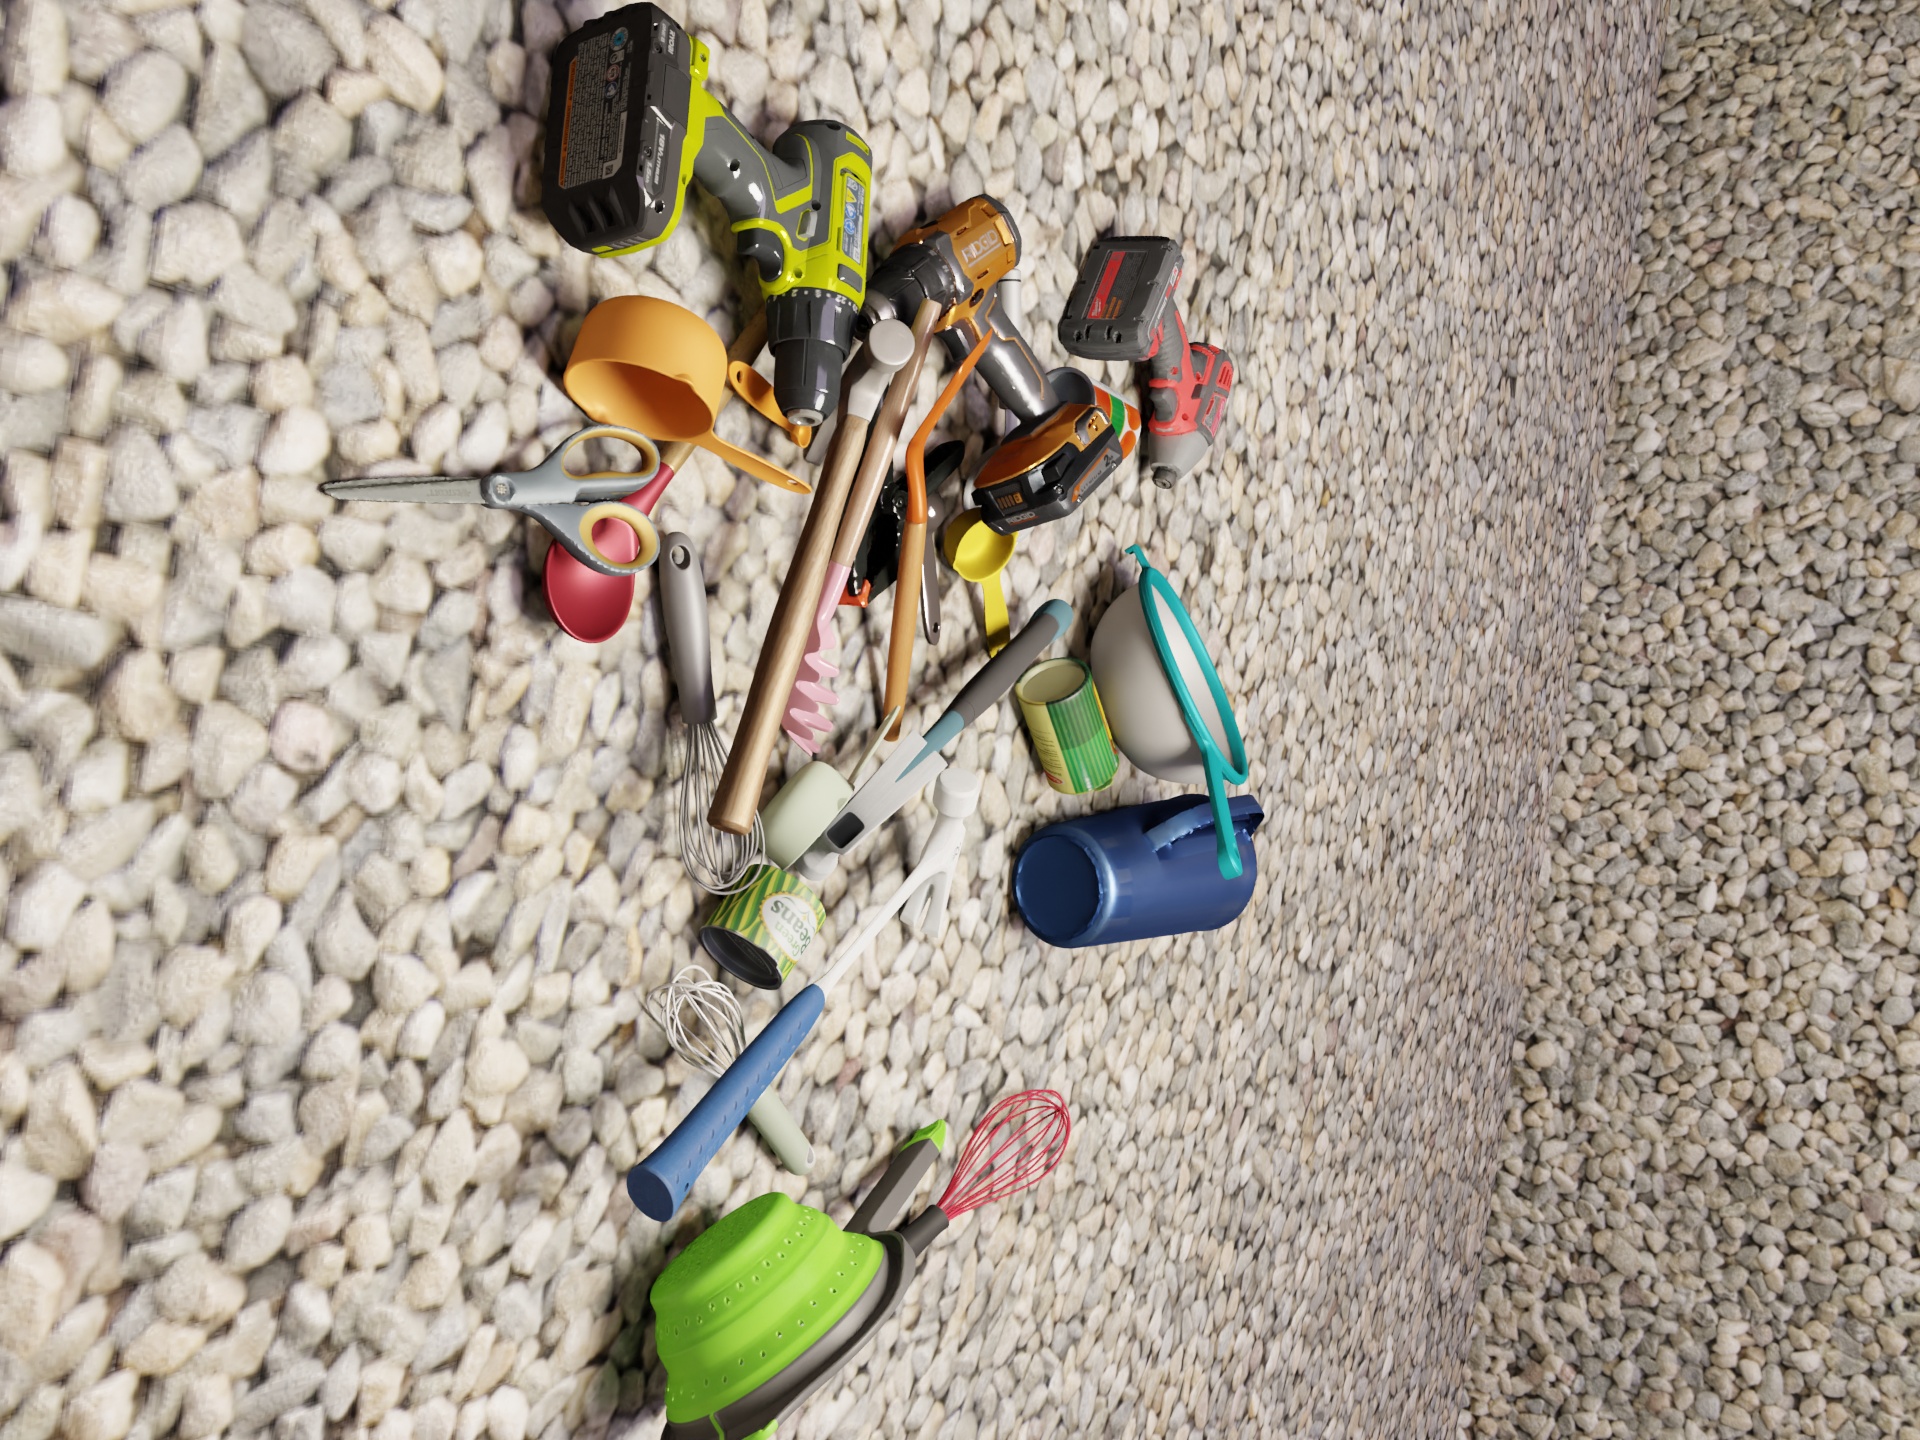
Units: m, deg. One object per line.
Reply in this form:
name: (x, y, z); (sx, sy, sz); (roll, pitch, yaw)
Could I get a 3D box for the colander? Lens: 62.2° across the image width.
colander: (-0.110, 0.362, 1.133); (0.094, 0.204, 0.397); (55, 26, -2)

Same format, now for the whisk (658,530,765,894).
whisk: (-0.164, -0.003, 1.018); (0.055, 0.055, 0.239); (-24, 112, -51)

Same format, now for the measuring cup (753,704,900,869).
measuring cup: (-0.092, 0.034, 1.116); (0.038, 0.083, 0.168); (40, 48, -8)

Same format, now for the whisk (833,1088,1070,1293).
whisk: (-0.006, 0.402, 1.330); (0.296, 0.073, 0.073); (-33, 123, -40)

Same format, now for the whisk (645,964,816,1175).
whisk: (-0.150, 0.249, 1.096); (0.246, 0.059, 0.058); (68, 22, -44)

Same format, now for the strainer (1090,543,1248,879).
strainer: (0.176, 0.019, 1.380); (0.210, 0.095, 0.341); (53, 22, -37)

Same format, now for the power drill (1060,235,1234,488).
power drill: (0.174, -0.313, 1.411); (0.219, 0.079, 0.143); (44, 62, -53)

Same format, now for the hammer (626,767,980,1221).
hammer: (-0.094, 0.187, 1.079); (0.405, 0.035, 0.144); (-47, 156, -51)

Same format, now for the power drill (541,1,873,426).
power drill: (-0.136, -0.295, 0.947); (0.228, 0.080, 0.191); (17, 73, -56)

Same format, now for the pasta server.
pasta server: (-0.065, -0.130, 1.080); (0.060, 0.040, 0.316); (-32, 143, -79)

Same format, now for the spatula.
spatula: (-0.025, -0.117, 1.118); (0.081, 0.041, 0.322); (-63, 164, -55)

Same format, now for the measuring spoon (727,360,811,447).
measuring spoon: (-0.126, -0.206, 1.036); (0.116, 0.011, 0.021); (33, 68, -66)

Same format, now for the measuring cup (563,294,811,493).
measuring cup: (-0.150, -0.191, 0.941); (0.173, 0.095, 0.052); (26, 67, -41)

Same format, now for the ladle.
ladle: (-0.171, -0.175, 0.985); (0.069, 0.031, 0.315); (53, 53, -40)

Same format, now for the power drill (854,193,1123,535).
power drill: (0.015, -0.249, 1.152); (0.185, 0.084, 0.226); (-47, 116, -44)

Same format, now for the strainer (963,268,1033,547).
strainer: (0.040, -0.245, 1.264); (0.087, 0.050, 0.258); (-8, 101, -39)

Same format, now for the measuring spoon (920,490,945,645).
measuring spoon: (-0.019, -0.117, 1.223); (0.034, 0.018, 0.124); (-27, 120, -50)

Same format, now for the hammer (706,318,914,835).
hammer: (-0.101, -0.087, 1.015); (0.031, 0.130, 0.331); (19, 76, -14)

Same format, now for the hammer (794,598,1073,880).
hammer: (-0.002, -0.004, 1.202); (0.033, 0.128, 0.331); (45, 44, -1)

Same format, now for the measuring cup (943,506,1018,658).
measuring cup: (0.019, -0.106, 1.276); (0.062, 0.029, 0.156); (-30, 139, -18)
